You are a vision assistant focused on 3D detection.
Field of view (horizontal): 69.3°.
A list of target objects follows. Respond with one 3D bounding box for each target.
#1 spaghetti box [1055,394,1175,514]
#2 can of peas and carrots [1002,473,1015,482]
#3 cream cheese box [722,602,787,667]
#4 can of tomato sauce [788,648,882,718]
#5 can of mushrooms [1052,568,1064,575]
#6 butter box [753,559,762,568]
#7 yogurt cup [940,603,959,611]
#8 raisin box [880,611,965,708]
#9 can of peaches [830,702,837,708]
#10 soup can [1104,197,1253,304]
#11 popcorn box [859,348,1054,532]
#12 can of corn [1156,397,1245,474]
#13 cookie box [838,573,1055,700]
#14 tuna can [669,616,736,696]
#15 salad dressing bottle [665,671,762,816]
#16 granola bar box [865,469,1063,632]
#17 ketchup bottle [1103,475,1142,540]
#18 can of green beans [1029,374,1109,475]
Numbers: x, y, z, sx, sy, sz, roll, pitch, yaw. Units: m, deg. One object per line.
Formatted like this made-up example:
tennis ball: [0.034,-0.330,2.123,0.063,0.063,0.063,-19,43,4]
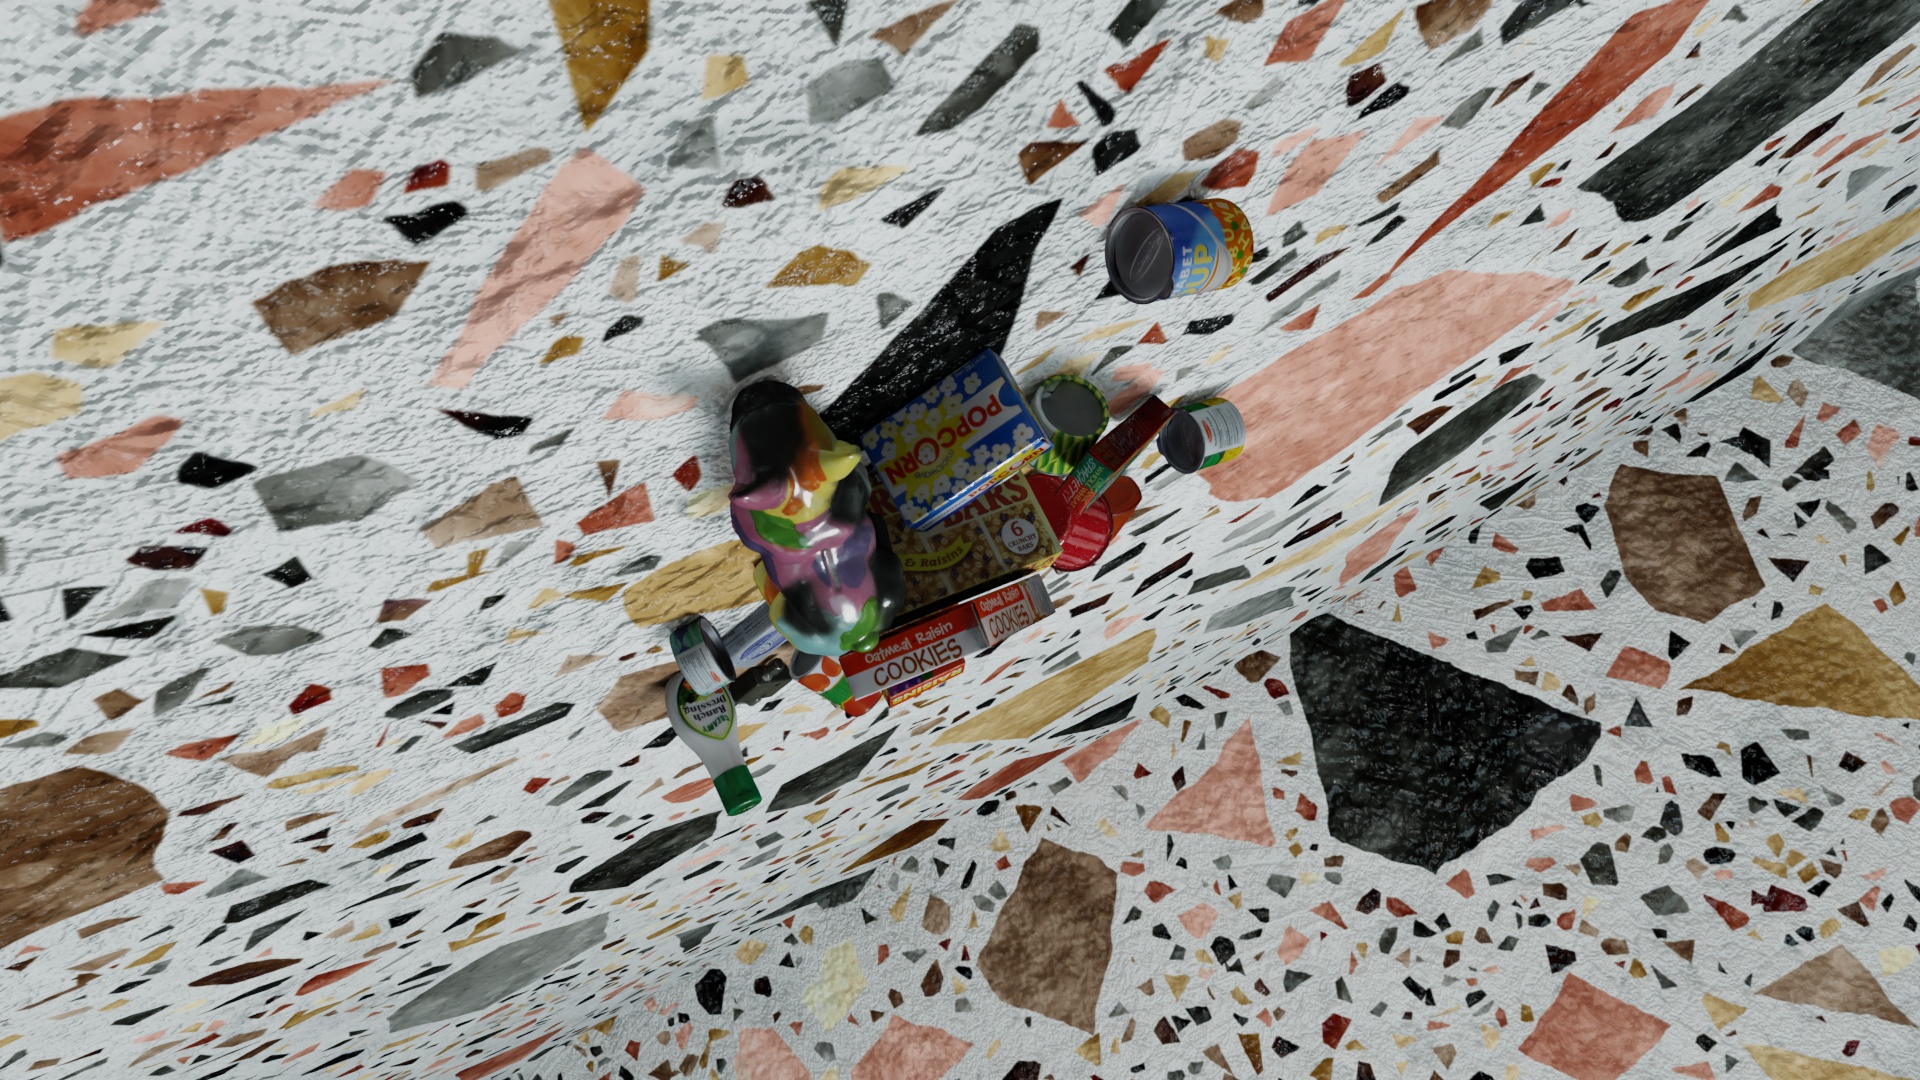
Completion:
spaghetti box: [0.138,-0.078,1.207,0.050,0.029,0.251,-53,174,25]
can of peas and carrots: [0.014,-0.079,1.122,0.071,0.059,0.070,-26,162,-9]
cream cheese box: [-0.191,0.089,1.342,0.103,0.024,0.053,-37,161,27]
can of tomato sauce: [-0.127,0.136,1.441,0.083,0.071,0.071,37,121,-28]
can of mushrooms: [0.103,0.001,1.471,0.033,0.071,0.071,-28,162,-2]
butter box: [-0.149,0.033,1.248,0.053,0.024,0.103,-27,163,-5]
yogurt cup: [-0.032,0.073,1.474,0.054,0.072,0.072,-34,163,-7]
raisin box: [-0.060,0.092,1.381,0.086,0.123,0.040,-24,161,-14]
can of peaches: [-0.124,0.143,1.522,0.058,0.071,0.071,-25,162,-14]
soup can: [0.155,-0.201,0.970,0.084,0.071,0.071,-16,158,-35]
popcorn box: [-0.004,-0.075,1.062,0.126,0.085,0.038,-33,163,14]
can of corn: [0.239,-0.104,1.381,0.058,0.071,0.070,-18,159,-31]
cookie box: [-0.007,0.075,1.114,0.122,0.040,0.168,-24,177,21]
tuna can: [-0.233,0.104,1.255,0.033,0.071,0.071,-28,162,1]
salad dressing bottle: [-0.240,0.196,1.361,0.064,0.148,0.043,-17,159,-32]
granola bar box: [-0.016,-0.010,1.160,0.166,0.124,0.039,-20,164,-23]
ketchup bottle: [0.149,-0.018,1.523,0.065,0.043,0.148,-21,161,-20]
can of green beans: [0.085,-0.097,1.166,0.071,0.071,0.057,-19,160,-27]
